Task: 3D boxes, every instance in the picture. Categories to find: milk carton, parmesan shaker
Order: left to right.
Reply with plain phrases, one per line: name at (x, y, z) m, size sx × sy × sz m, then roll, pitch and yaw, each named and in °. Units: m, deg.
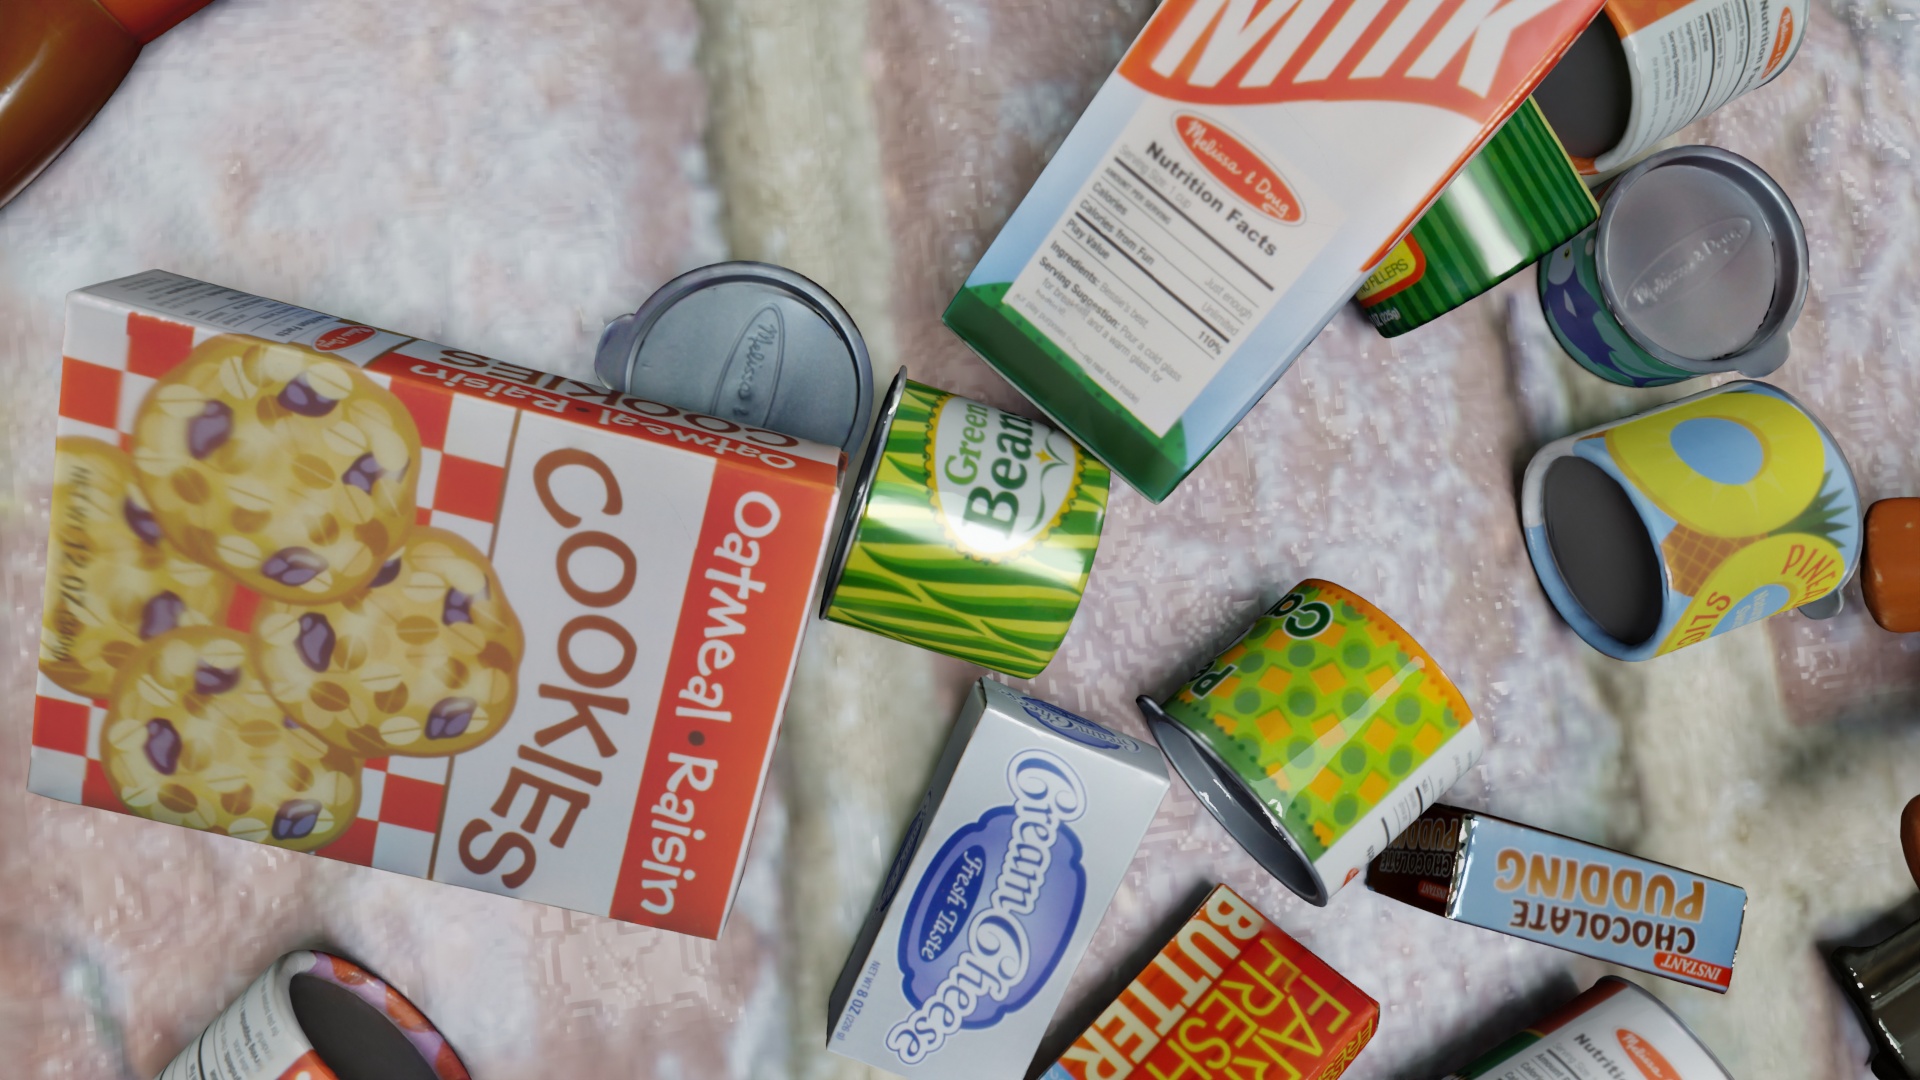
milk carton at (0.085, -0.106, 0.319) m, size 0.073 × 0.073 × 0.189 m, roll 42°, pitch 121°, yaw 6°
parmesan shaker at (0.119, -0.115, 0.379) m, size 0.071 × 0.071 × 0.103 m, roll -32°, pitch 91°, yaw -8°

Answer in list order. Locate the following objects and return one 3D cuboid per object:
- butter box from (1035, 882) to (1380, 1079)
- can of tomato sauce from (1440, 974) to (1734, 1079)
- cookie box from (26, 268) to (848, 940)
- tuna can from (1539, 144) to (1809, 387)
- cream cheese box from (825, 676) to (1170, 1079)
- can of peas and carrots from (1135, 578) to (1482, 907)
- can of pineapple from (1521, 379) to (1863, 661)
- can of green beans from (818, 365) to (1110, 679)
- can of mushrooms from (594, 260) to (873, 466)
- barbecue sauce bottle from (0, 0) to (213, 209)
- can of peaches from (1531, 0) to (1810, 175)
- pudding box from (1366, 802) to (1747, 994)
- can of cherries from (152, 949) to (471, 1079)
butter box at (0.055, 0.143, 0.358) m, size 0.104 × 0.024 × 0.053 m, roll -41°, pitch 52°, yaw -17°
can of tomato sauce at (0.160, 0.168, 0.371) m, size 0.083 × 0.071 × 0.071 m, roll -27°, pitch 91°, yaw -8°
cookie box at (-0.122, 0.018, 0.334) m, size 0.167 × 0.040 × 0.122 m, roll 14°, pitch 107°, yaw -7°
tuna can at (0.210, -0.077, 0.409) m, size 0.071 × 0.033 × 0.071 m, roll 0°, pitch 86°, yaw -8°
cream cheese box at (0.009, 0.092, 0.361) m, size 0.053 × 0.024 × 0.103 m, roll 22°, pitch 101°, yaw -8°
can of peas and carrots at (0.091, 0.050, 0.368) m, size 0.059 × 0.071 × 0.071 m, roll -39°, pitch 92°, yaw -9°
can of pineapple at (0.201, -0.004, 0.385) m, size 0.058 × 0.071 × 0.071 m, roll -18°, pitch 89°, yaw -7°
can of green beans at (0.001, -0.003, 0.358) m, size 0.058 × 0.071 × 0.071 m, roll 17°, pitch 85°, yaw -7°
can of mushrooms at (-0.059, -0.039, 0.369) m, size 0.071 × 0.033 × 0.071 m, roll 0°, pitch 87°, yaw -8°
barbecue sauce bottle at (-0.247, -0.117, 0.343) m, size 0.149 × 0.043 × 0.065 m, roll -39°, pitch 91°, yaw -9°
can of peaches at (0.189, -0.147, 0.396) m, size 0.058 × 0.071 × 0.071 m, roll -30°, pitch 91°, yaw -8°
pudding box at (0.162, 0.096, 0.383) m, size 0.084 × 0.049 × 0.030 m, roll 17°, pitch 83°, yaw -7°
can of cherries at (-0.156, 0.142, 0.329) m, size 0.071 × 0.071 × 0.058 m, roll 45°, pitch 81°, yaw -3°
